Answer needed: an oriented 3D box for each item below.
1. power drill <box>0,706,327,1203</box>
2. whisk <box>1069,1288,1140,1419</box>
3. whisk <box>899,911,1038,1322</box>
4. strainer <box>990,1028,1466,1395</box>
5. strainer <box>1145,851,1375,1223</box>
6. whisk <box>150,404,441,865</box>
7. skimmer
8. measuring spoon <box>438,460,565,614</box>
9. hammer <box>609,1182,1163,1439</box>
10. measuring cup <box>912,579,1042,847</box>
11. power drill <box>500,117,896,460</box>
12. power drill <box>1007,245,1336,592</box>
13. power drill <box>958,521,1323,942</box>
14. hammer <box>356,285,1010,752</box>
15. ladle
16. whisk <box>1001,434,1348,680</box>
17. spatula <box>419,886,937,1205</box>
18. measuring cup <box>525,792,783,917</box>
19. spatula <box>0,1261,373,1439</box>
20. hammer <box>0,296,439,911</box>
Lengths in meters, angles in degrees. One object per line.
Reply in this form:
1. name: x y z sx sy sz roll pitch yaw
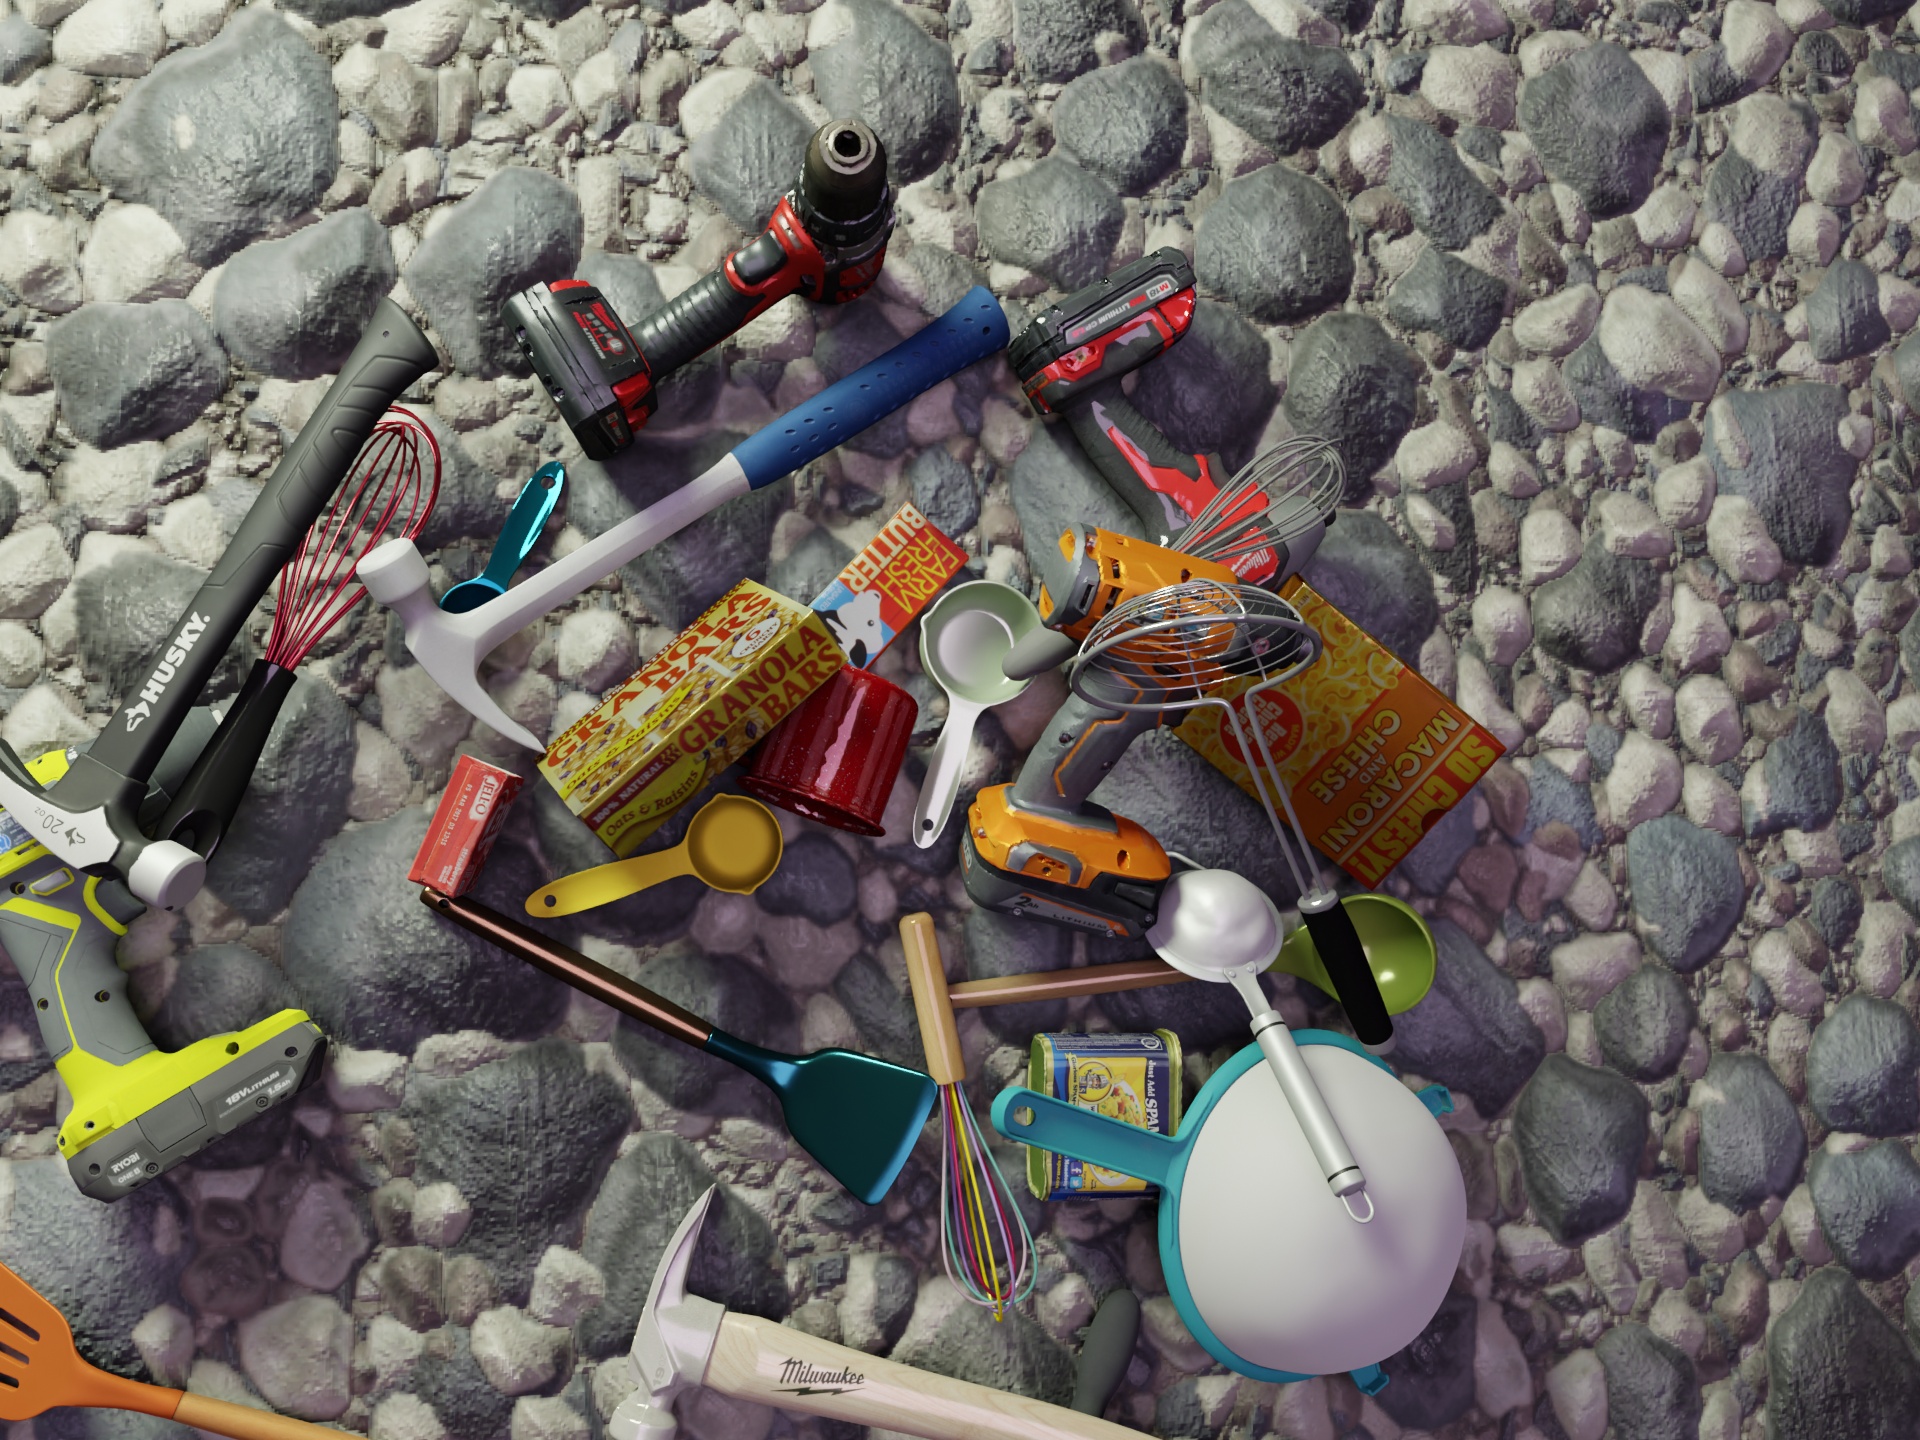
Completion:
1. power drill: -0.443 0.119 0.857 0.190 0.080 0.228 -31 90 -18
2. whisk: 0.050 0.476 0.940 0.070 0.070 0.285 23 77 -9
3. whisk: 0.000 0.234 0.939 0.051 0.047 0.245 -12 90 19
4. strainer: 0.175 0.269 0.905 0.340 0.095 0.211 24 76 -27
5. strainer: 0.175 0.167 0.916 0.087 0.050 0.259 -12 54 -17
6. whisk: -0.366 -0.046 0.870 0.073 0.073 0.296 23 72 -9
7. skimmer: 0.174 0.072 0.869 0.127 0.090 0.363 -15 119 24
8. measuring spoon: -0.266 -0.096 0.940 0.042 0.021 0.129 26 73 -7
9. hammer: 0.016 0.392 0.912 0.410 0.038 0.146 16 81 0
10. measuring cup: -0.002 -0.003 0.971 0.083 0.038 0.167 18 85 -9
11. power drill: -0.135 -0.246 0.889 0.226 0.188 0.080 -32 92 -7
12. power drill: 0.135 -0.170 0.991 0.143 0.078 0.219 -30 95 -10
13. power drill: 0.102 0.011 0.920 0.164 0.084 0.226 15 112 -13
14. hammer: -0.137 -0.136 0.939 0.405 0.035 0.144 -35 120 -16
15. ladle: 0.136 0.157 0.977 0.320 0.062 0.078 -5 98 -9
16. whisk: 0.125 -0.093 0.936 0.239 0.055 0.055 -33 93 8
17. spatula: -0.169 0.173 0.922 0.317 0.044 0.082 29 86 -7
18. measuring cup: -0.180 0.087 0.941 0.156 0.029 0.062 -17 90 0
19. spatula: -0.403 0.379 0.874 0.322 0.041 0.081 22 82 -13
20. hammer: -0.379 -0.079 0.832 0.146 0.035 0.335 26 79 11
